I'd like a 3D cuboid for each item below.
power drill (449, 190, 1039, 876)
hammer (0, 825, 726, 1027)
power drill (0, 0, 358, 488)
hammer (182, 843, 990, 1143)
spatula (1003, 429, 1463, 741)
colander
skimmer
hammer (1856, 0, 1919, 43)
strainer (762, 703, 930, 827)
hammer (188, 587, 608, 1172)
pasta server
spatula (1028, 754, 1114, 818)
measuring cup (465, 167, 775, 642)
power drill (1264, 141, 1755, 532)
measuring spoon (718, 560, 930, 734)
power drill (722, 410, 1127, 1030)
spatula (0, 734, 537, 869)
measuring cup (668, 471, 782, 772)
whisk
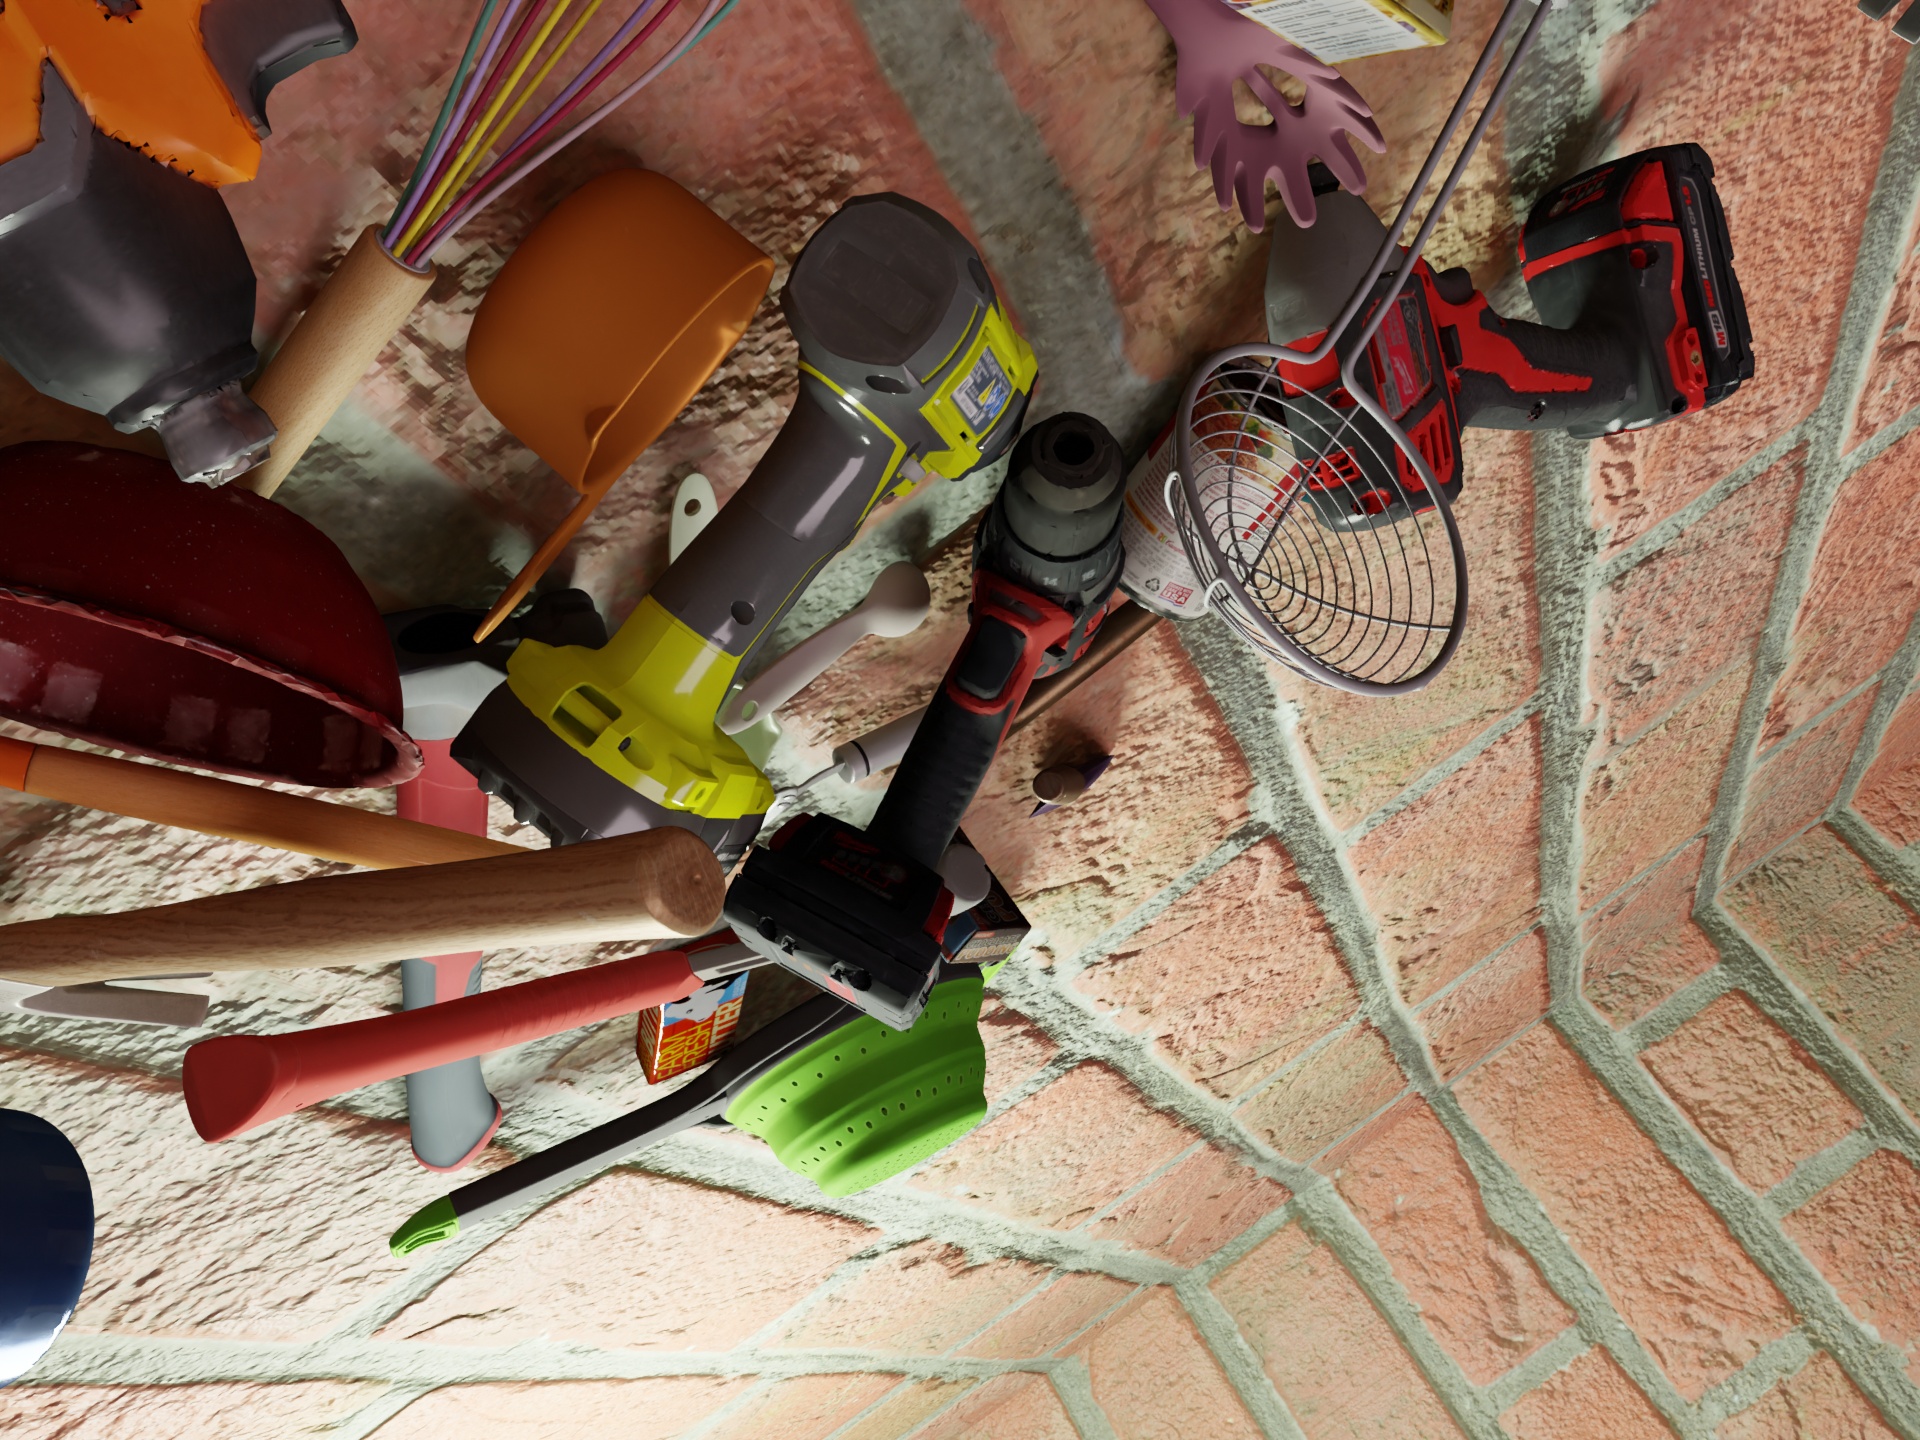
[{"bbox_3d":[-0.058,-0.053,0.545,0.223,0.080,0.171,-53,169,3],"label":"power drill"},{"bbox_3d":[-0.212,0.064,0.482,0.331,0.031,0.130,-9,159,27],"label":"hammer"},{"bbox_3d":[-0.114,-0.159,0.311,0.226,0.084,0.164,-30,110,-9],"label":"power drill"},{"bbox_3d":[-0.155,0.121,0.706,0.359,0.037,0.149,-9,161,-44],"label":"hammer"},{"bbox_3d":[0.111,-0.058,0.776,0.317,0.044,0.082,-38,160,-9],"label":"spatula"},{"bbox_3d":[-0.120,0.246,0.920,0.397,0.095,0.204,-20,159,-26],"label":"colander"},{"bbox_3d":[0.177,-0.184,0.511,0.127,0.090,0.363,24,96,-24],"label":"skimmer"},{"bbox_3d":[0.322,-0.324,0.628,0.334,0.035,0.146,-21,147,-23],"label":"hammer"},{"bbox_3d":[-0.060,0.022,0.745,0.258,0.050,0.087,-26,169,-28],"label":"strainer"},{"bbox_3d":[-0.237,0.098,0.679,0.143,0.038,0.386,-15,145,-29],"label":"hammer"},{"bbox_3d":[0.045,-0.235,0.473,0.060,0.040,0.316,-28,155,28],"label":"pasta server"},{"bbox_3d":[0.051,0.033,0.780,0.060,0.018,0.316,-37,175,3],"label":"spatula"},{"bbox_3d":[-0.125,-0.091,0.481,0.173,0.052,0.095,-43,-171,35],"label":"measuring cup"},{"bbox_3d":[0.221,-0.170,0.663,0.219,0.143,0.078,-19,-174,-27],"label":"power drill"},{"bbox_3d":[-0.052,-0.027,0.658,0.124,0.018,0.034,-40,141,-36],"label":"measuring spoon"},{"bbox_3d":[-0.001,-0.002,0.619,0.227,0.080,0.187,-61,174,-14],"label":"power drill"},{"bbox_3d":[-0.252,0.027,0.472,0.322,0.041,0.081,15,137,-21],"label":"spatula"},{"bbox_3d":[-0.113,-0.029,0.628,0.083,0.038,0.167,-20,134,-33],"label":"measuring cup"},{"bbox_3d":[-0.135,-0.142,0.427,0.245,0.047,0.051,-43,138,23],"label":"whisk"}]
